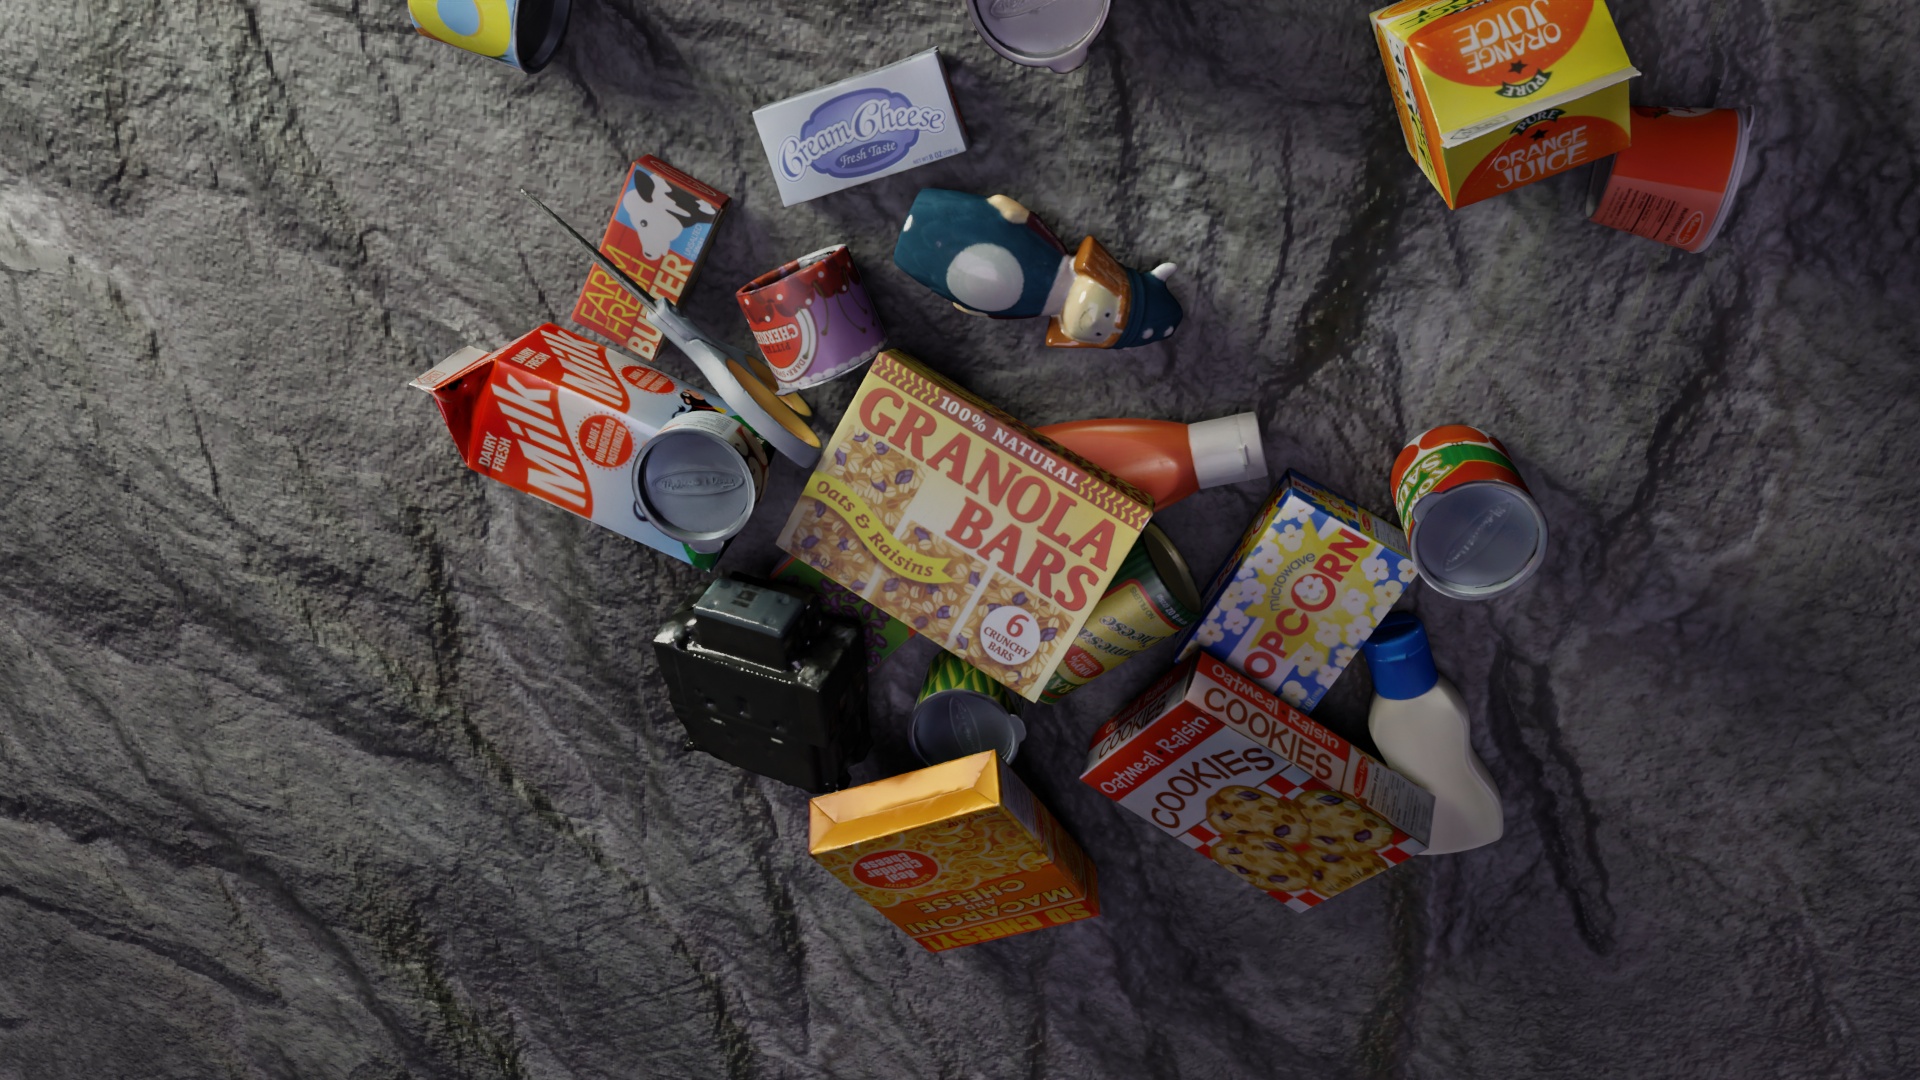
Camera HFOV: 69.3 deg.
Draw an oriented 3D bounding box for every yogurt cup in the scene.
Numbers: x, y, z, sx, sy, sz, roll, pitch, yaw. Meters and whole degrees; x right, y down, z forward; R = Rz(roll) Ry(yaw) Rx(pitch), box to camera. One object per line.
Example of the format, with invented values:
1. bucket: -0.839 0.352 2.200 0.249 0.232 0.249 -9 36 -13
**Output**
1. yogurt cup: 0.333 -0.174 0.659 0.054 0.073 0.072 13 116 12

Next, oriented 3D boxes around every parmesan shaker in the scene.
1. parmesan shaker: 0.077 0.039 0.794 0.103 0.071 0.071 -33 106 21

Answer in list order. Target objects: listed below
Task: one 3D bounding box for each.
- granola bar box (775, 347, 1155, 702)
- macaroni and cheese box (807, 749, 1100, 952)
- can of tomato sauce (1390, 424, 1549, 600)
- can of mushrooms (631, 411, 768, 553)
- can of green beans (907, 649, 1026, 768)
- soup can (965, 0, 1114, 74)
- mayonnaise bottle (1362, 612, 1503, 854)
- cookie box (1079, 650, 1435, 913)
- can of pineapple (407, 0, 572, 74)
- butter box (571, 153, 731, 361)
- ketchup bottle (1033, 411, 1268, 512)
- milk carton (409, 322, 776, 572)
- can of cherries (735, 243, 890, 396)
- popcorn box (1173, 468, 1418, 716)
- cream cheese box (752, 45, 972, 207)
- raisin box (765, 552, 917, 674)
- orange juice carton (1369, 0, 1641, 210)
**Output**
1. granola bar box: 0.003 -0.009 0.748 0.165 0.039 0.124 31 104 5
2. macaroni and cheese box: 0.000 0.196 0.856 0.123 0.040 0.166 -18 139 17
3. can of tomato sauce: 0.263 -0.017 0.730 0.071 0.083 0.071 4 115 8
4. can of mushrooms: -0.137 -0.031 0.735 0.071 0.033 0.070 3 114 6
5. can of green beans: 0.006 0.104 0.841 0.071 0.058 0.071 4 115 8
6. soup can: 0.042 -0.259 0.653 0.071 0.084 0.071 4 116 8
7. mayonnaise bottle: 0.271 0.114 0.814 0.064 0.041 0.147 -15 110 19
8. cookie box: 0.172 0.145 0.821 0.167 0.040 0.122 32 140 -6
9. can of pineapple: -0.235 -0.278 0.698 0.058 0.071 0.070 18 116 1
10. butter box: -0.172 -0.155 0.769 0.053 0.024 0.103 28 116 -5
11. ketchup bottle: 0.093 -0.039 0.769 0.149 0.044 0.064 -10 106 13
12. milk carton: -0.208 -0.062 0.791 0.191 0.073 0.073 24 116 -2
13. can of cherries: -0.081 -0.119 0.745 0.071 0.072 0.058 -18 111 16
14. popcorn box: 0.189 0.035 0.791 0.085 0.038 0.126 29 116 -3
15. cream cheese box: -0.051 -0.214 0.722 0.104 0.024 0.053 -14 110 15
16. raisin box: -0.041 0.008 0.815 0.123 0.040 0.086 -41 102 22
17. orange juice carton: 0.228 -0.196 0.592 0.072 0.193 0.072 -17 110 17
